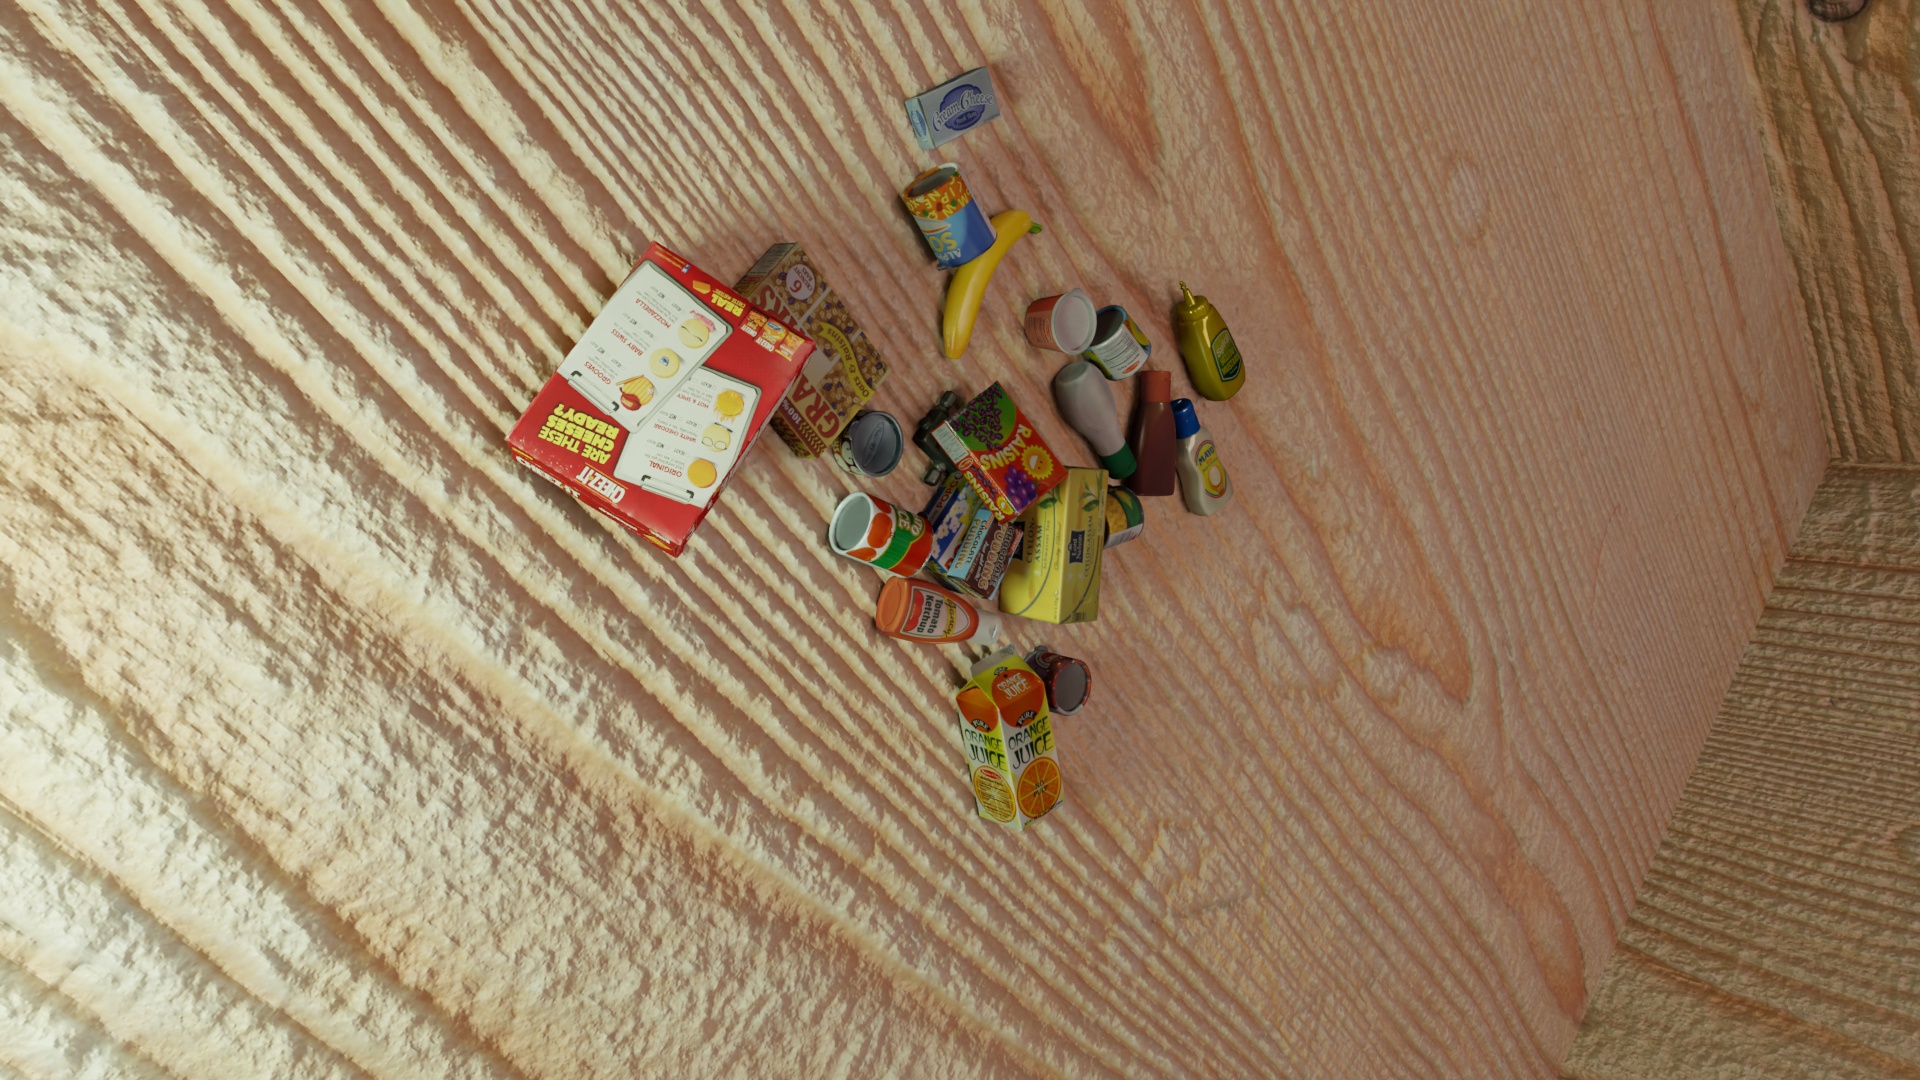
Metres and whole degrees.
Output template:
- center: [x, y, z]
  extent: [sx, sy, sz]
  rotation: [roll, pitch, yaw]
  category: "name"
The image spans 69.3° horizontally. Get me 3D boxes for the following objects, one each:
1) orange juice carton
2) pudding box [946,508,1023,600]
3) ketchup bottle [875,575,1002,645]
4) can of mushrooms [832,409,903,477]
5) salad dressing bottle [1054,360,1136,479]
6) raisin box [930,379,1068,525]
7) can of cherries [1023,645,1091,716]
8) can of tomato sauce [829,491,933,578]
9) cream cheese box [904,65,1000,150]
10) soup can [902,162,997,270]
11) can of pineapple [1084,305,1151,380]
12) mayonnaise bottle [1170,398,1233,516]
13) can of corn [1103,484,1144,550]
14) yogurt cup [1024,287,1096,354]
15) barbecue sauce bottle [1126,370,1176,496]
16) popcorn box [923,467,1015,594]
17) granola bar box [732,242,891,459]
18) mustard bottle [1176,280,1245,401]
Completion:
- center: [0.052, 0.212, 1.520]
  extent: [0.072, 0.073, 0.192]
  rotation: [-24, 111, -37]
  category: "orange juice carton"
- center: [0.026, 0.015, 1.446]
  extent: [0.049, 0.030, 0.084]
  rotation: [39, 71, -40]
  category: "pudding box"
- center: [-0.020, 0.080, 1.458]
  extent: [0.149, 0.043, 0.064]
  rotation: [17, 88, -43]
  category: "ketchup bottle"
- center: [-0.093, -0.098, 1.375]
  extent: [0.071, 0.033, 0.071]
  rotation: [-8, 102, -41]
  category: "can of mushrooms"
- center: [0.158, -0.135, 1.589]
  extent: [0.064, 0.044, 0.147]
  rotation: [-50, 126, -27]
  category: "salad dressing bottle"
- center: [0.041, -0.090, 1.429]
  extent: [0.086, 0.040, 0.123]
  rotation: [-40, 94, -33]
  category: "raisin box"
- center: [0.106, 0.159, 1.571]
  extent: [0.072, 0.058, 0.071]
  rotation: [-8, 102, -41]
  category: "can of cherries"
- center: [-0.077, -0.007, 1.378]
  extent: [0.083, 0.071, 0.071]
  rotation: [23, 80, -41]
  category: "can of tomato sauce"
- center: [-0.006, -0.440, 1.412]
  extent: [0.104, 0.024, 0.053]
  rotation: [-36, 118, -33]
  category: "cream cheese box"
- center: [-0.013, -0.325, 1.395]
  extent: [0.071, 0.071, 0.083]
  rotation: [-49, 124, -26]
  category: "soup can"
- center: [0.173, -0.225, 1.577]
  extent: [0.057, 0.071, 0.071]
  rotation: [45, 67, -36]
  category: "can of pineapple"
- center: [0.290, -0.104, 1.712]
  extent: [0.065, 0.041, 0.147]
  rotation: [-42, 122, -28]
  category: "mayonnaise bottle"
- center: [0.166, -0.027, 1.597]
  extent: [0.058, 0.071, 0.071]
  rotation: [-19, 108, -38]
  category: "can of corn"
- center: [0.107, -0.238, 1.521]
  extent: [0.072, 0.054, 0.072]
  rotation: [-7, 101, -41]
  category: "yogurt cup"
- center: [0.230, -0.128, 1.654]
  extent: [0.065, 0.043, 0.148]
  rotation: [-2, 97, -41]
  category: "barbecue sauce bottle"
- center: [0.005, -0.018, 1.470]
  extent: [0.085, 0.038, 0.127]
  rotation: [47, 65, -35]
  category: "popcorn box"
- center: [-0.153, -0.177, 1.306]
  extent: [0.125, 0.039, 0.165]
  rotation: [-53, 126, -23]
  category: "granola bar box"
- center: [0.298, -0.247, 1.695]
  extent: [0.065, 0.049, 0.159]
  rotation: [-48, 124, -28]
  category: "mustard bottle"
